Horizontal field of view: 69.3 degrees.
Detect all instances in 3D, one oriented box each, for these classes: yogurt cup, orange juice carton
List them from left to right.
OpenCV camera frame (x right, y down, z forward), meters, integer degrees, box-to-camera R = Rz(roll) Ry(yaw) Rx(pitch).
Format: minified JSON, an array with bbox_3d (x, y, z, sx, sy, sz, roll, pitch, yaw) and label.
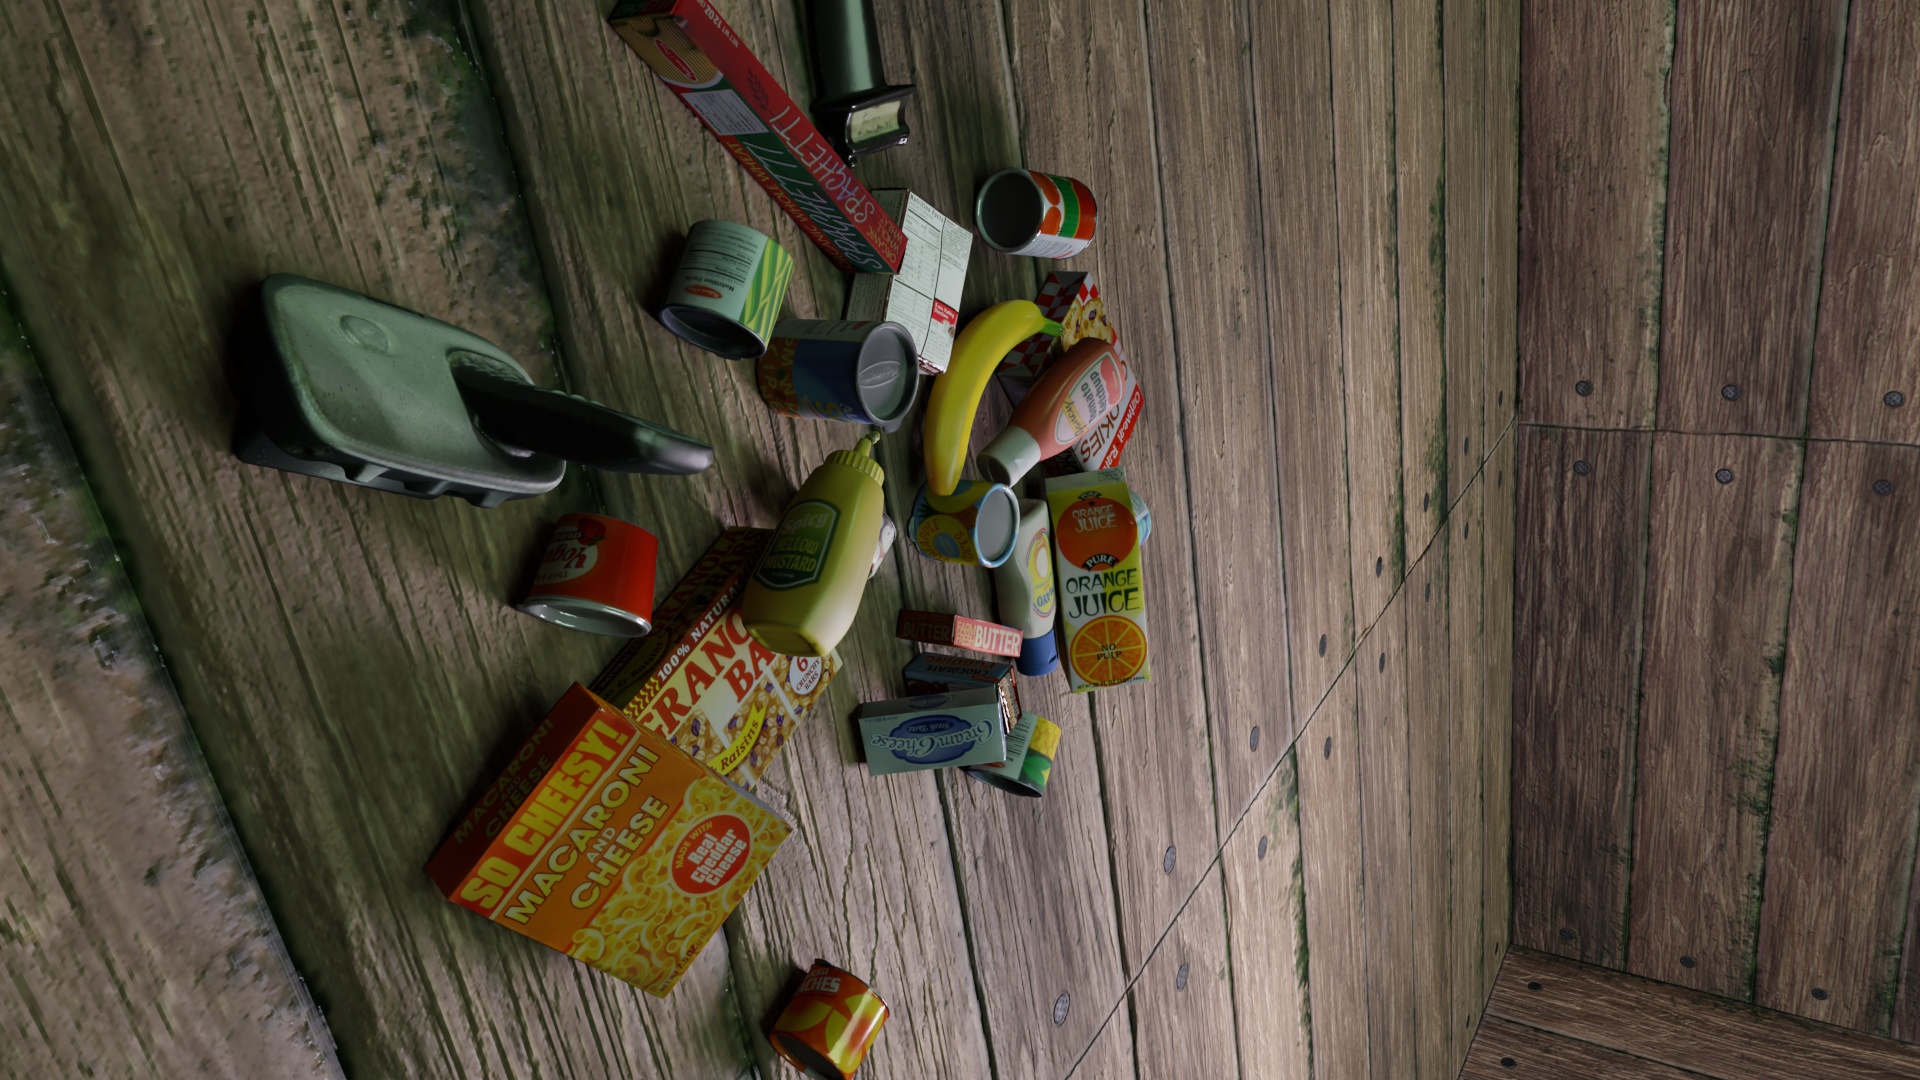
[{"bbox_3d":[-0.198,0.019,0.758,0.072,0.072,0.054,35,59,-54],"label":"yogurt cup"},{"bbox_3d":[0.117,0.030,1.211,0.073,0.072,0.192,-106,-172,-69],"label":"orange juice carton"}]

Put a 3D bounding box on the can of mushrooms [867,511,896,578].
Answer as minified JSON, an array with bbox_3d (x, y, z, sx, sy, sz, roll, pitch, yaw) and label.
[{"bbox_3d":[-0.079,-0.004,0.933,0.033,0.071,0.070,-62,142,-29],"label":"can of mushrooms"}]

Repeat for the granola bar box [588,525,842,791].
[{"bbox_3d":[-0.152,0.090,0.862,0.166,0.039,0.123,-54,137,-36],"label":"granola bar box"}]

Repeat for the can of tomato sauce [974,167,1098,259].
[{"bbox_3d":[0.059,-0.260,1.099,0.083,0.071,0.071,-11,105,-55],"label":"can of tomato sauce"}]

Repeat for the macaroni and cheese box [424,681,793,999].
[{"bbox_3d":[-0.190,0.170,0.772,0.124,0.040,0.166,-53,133,-9],"label":"macaroni and cheese box"}]

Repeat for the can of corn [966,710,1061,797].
[{"bbox_3d":[0.046,0.177,1.158,0.071,0.071,0.058,43,60,-51],"label":"can of corn"}]

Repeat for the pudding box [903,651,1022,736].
[{"bbox_3d":[0.002,0.117,1.063,0.030,0.083,0.049,-44,131,-48],"label":"pudding box"}]

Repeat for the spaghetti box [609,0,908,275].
[{"bbox_3d":[-0.113,-0.242,0.850,0.249,0.050,0.029,42,63,-52],"label":"spaghetti box"}]

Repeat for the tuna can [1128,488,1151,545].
[{"bbox_3d":[0.137,-0.013,1.265,0.033,0.071,0.070,-36,125,-50],"label":"tuna can"}]

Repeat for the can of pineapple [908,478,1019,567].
[{"bbox_3d":[0.004,-0.013,1.065,0.071,0.058,0.071,-17,110,-55],"label":"can of pineapple"}]

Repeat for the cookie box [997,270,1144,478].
[{"bbox_3d":[0.101,-0.131,1.209,0.123,0.040,0.166,-63,142,-28],"label":"cookie box"}]

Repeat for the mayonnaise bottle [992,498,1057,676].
[{"bbox_3d":[0.056,0.042,1.171,0.065,0.041,0.147,-39,127,-51],"label":"mayonnaise bottle"}]

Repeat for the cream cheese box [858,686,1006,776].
[{"bbox_3d":[-0.020,0.141,1.023,0.024,0.104,0.053,-93,175,-65],"label":"cream cheese box"}]

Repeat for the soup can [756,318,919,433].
[{"bbox_3d":[-0.079,-0.107,0.896,0.071,0.084,0.071,-16,109,-55],"label":"soup can"}]

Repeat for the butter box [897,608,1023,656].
[{"bbox_3d":[0.001,0.072,1.081,0.103,0.053,0.024,17,80,-57],"label":"butter box"}]

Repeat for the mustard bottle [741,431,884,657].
[{"bbox_3d":[-0.082,-0.006,0.861,0.048,0.065,0.161,57,44,-49],"label":"mustard bottle"}]

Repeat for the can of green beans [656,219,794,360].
[{"bbox_3d":[-0.137,-0.147,0.816,0.071,0.071,0.058,38,64,-53],"label":"can of green beans"}]

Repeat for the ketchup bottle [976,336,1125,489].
[{"bbox_3d":[0.071,-0.098,1.105,0.149,0.043,0.064,-44,134,-29],"label":"ketchup bottle"}]

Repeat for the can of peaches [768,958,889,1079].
[{"bbox_3d":[-0.094,0.339,0.975,0.058,0.071,0.071,-54,138,-36],"label":"can of peaches"}]
